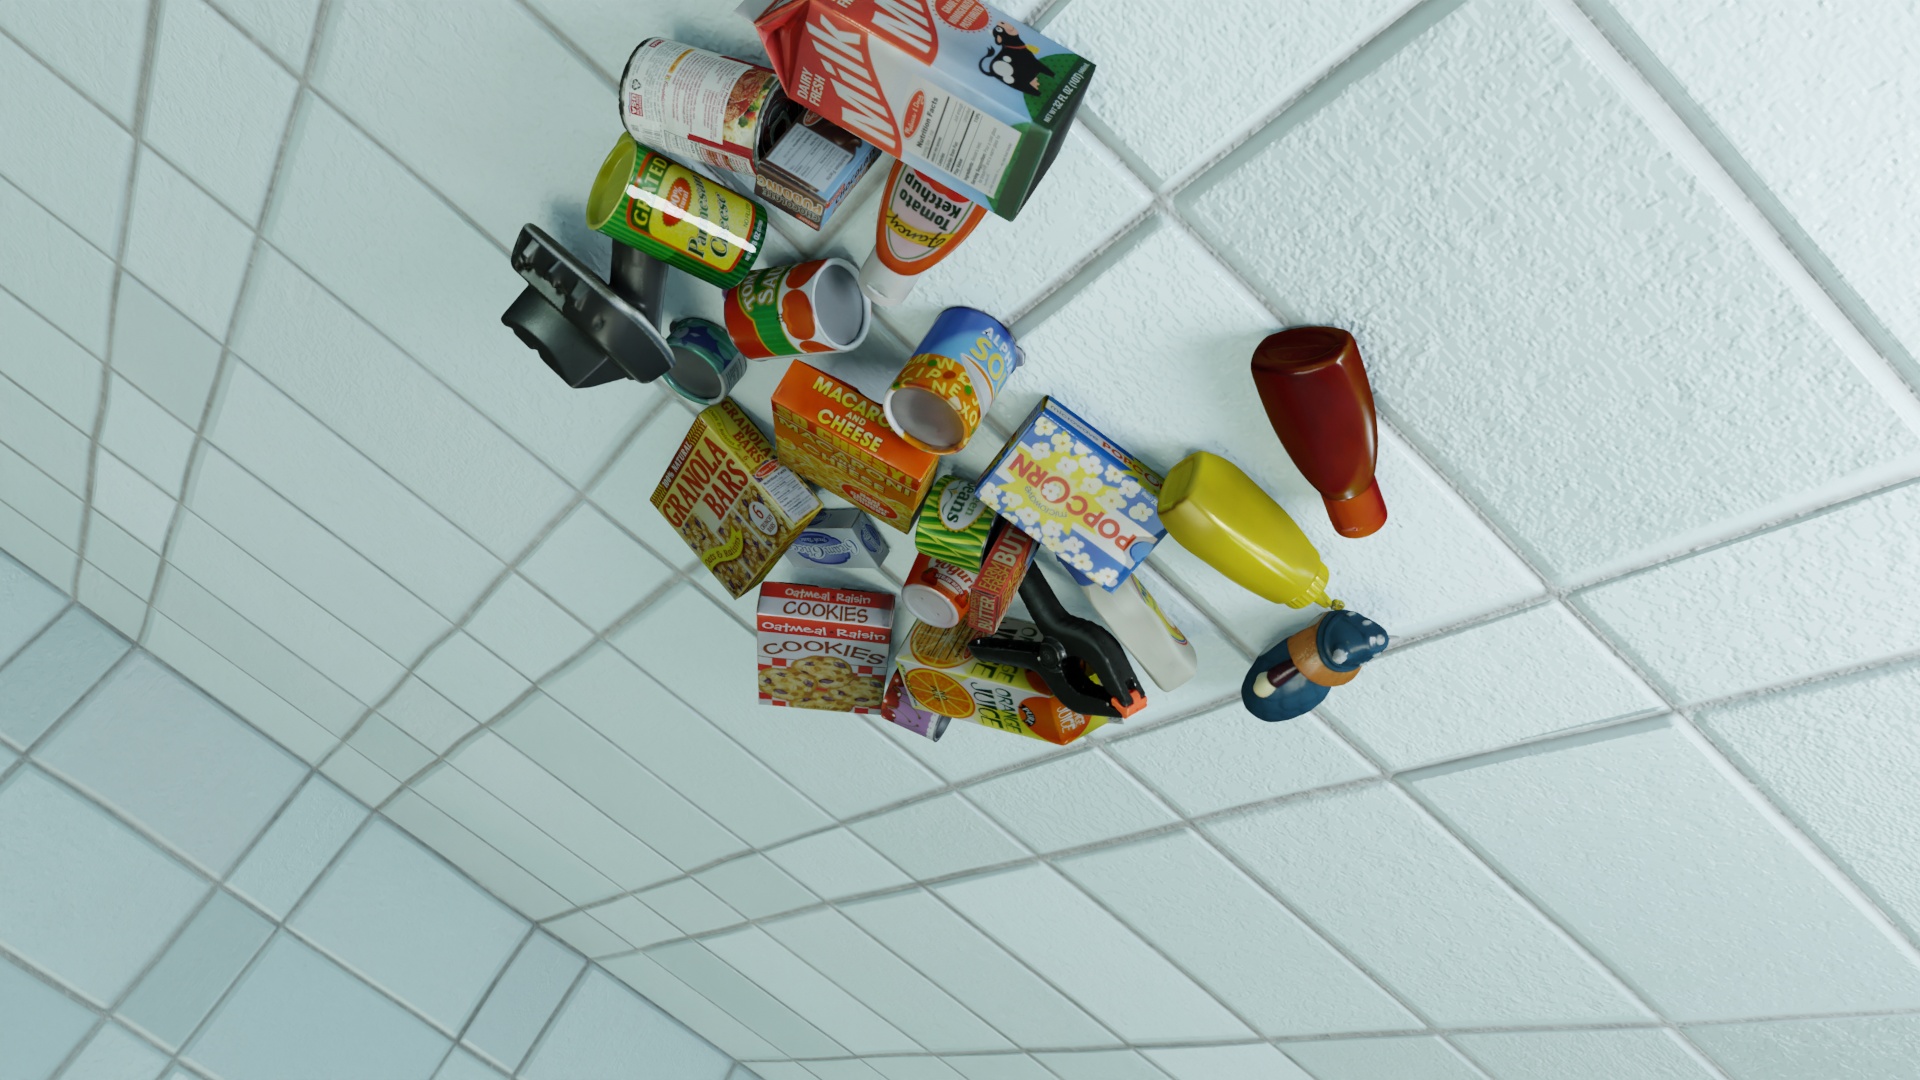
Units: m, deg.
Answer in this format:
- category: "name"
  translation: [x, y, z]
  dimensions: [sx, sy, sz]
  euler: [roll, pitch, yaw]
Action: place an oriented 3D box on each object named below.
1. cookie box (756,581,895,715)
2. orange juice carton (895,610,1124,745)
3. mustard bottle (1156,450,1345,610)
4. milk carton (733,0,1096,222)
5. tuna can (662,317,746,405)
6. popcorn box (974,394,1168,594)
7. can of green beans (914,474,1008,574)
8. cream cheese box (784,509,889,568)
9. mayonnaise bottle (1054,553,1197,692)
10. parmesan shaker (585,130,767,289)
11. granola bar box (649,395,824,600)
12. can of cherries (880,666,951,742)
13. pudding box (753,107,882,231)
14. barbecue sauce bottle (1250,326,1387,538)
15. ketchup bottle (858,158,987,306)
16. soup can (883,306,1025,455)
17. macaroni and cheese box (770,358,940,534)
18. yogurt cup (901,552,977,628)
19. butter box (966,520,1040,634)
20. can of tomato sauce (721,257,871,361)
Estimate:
- category: "cookie box"
  translation: [-0.129, 0.104, 1.315]
  dimensions: [0.123, 0.040, 0.166]
  euler: [6, 144, -3]
- category: "orange juice carton"
  translation: [0.047, 0.118, 1.207]
  dimensions: [0.193, 0.073, 0.071]
  euler: [11, 140, 25]
- category: "mustard bottle"
  translation: [0.207, 0.006, 0.961]
  dimensions: [0.160, 0.066, 0.048]
  euler: [38, 141, -17]
- category: "milk carton"
  translation: [-0.029, -0.269, 0.784]
  dimensions: [0.190, 0.073, 0.073]
  euler: [29, 145, 0]
- category: "tuna can"
  translation: [-0.209, -0.143, 1.106]
  dimensions: [0.071, 0.033, 0.070]
  euler: [19, 144, 15]
- category: "popcorn box"
  translation: [0.085, -0.033, 0.994]
  dimensions: [0.126, 0.038, 0.085]
  euler: [35, 117, -7]
- category: "can of green beans"
  translation: [0.004, -0.012, 1.084]
  dimensions: [0.058, 0.071, 0.071]
  euler: [21, 144, 14]
- category: "cream cheese box"
  translation: [-0.117, -0.001, 1.223]
  dimensions: [0.103, 0.024, 0.053]
  euler: [-1, 136, 37]
- category: "mayonnaise bottle"
  translation: [0.127, 0.049, 1.076]
  dimensions: [0.041, 0.065, 0.148]
  euler: [-35, 111, 13]
- category: "parmesan shaker"
  translation: [-0.189, -0.222, 0.938]
  dimensions: [0.103, 0.071, 0.071]
  euler: [21, 154, -35]
- category: "granola bar box"
  translation: [-0.197, -0.034, 1.203]
  dimensions: [0.124, 0.039, 0.164]
  euler: [49, 144, 2]
- category: "can of cherries"
  translation: [-0.035, 0.147, 1.313]
  dimensions: [0.058, 0.072, 0.071]
  euler: [23, 144, 13]
- category: "pudding box"
  translation: [-0.085, -0.236, 0.856]
  dimensions: [0.050, 0.084, 0.030]
  euler: [30, 148, 1]
- category: "barbecue sauce bottle"
  translation: [0.232, -0.064, 0.871]
  dimensions: [0.065, 0.044, 0.148]
  euler: [1, 136, 36]
- category: "ketchup bottle"
  translation: [-0.024, -0.205, 0.885]
  dimensions: [0.065, 0.044, 0.148]
  euler: [34, 146, -5]
- category: "soup can"
  translation: [-0.004, -0.109, 0.953]
  dimensions: [0.071, 0.084, 0.071]
  euler: [19, 143, 15]
- category: "macaroni and cheese box"
  translation: [-0.080, -0.068, 1.052]
  dimensions: [0.124, 0.040, 0.166]
  euler: [29, 166, 2]
- category: "yogurt cup"
  translation: [-0.014, 0.037, 1.168]
  dimensions: [0.072, 0.054, 0.072]
  euler: [20, 144, 16]
- category: "butter box"
  translation: [0.037, 0.018, 1.064]
  dimensions: [0.024, 0.104, 0.052]
  euler: [21, 143, 12]
- category: "can of tomato sauce"
  translation: [-0.116, -0.164, 0.982]
  dimensions: [0.083, 0.071, 0.071]
  euler: [0, 135, 35]
